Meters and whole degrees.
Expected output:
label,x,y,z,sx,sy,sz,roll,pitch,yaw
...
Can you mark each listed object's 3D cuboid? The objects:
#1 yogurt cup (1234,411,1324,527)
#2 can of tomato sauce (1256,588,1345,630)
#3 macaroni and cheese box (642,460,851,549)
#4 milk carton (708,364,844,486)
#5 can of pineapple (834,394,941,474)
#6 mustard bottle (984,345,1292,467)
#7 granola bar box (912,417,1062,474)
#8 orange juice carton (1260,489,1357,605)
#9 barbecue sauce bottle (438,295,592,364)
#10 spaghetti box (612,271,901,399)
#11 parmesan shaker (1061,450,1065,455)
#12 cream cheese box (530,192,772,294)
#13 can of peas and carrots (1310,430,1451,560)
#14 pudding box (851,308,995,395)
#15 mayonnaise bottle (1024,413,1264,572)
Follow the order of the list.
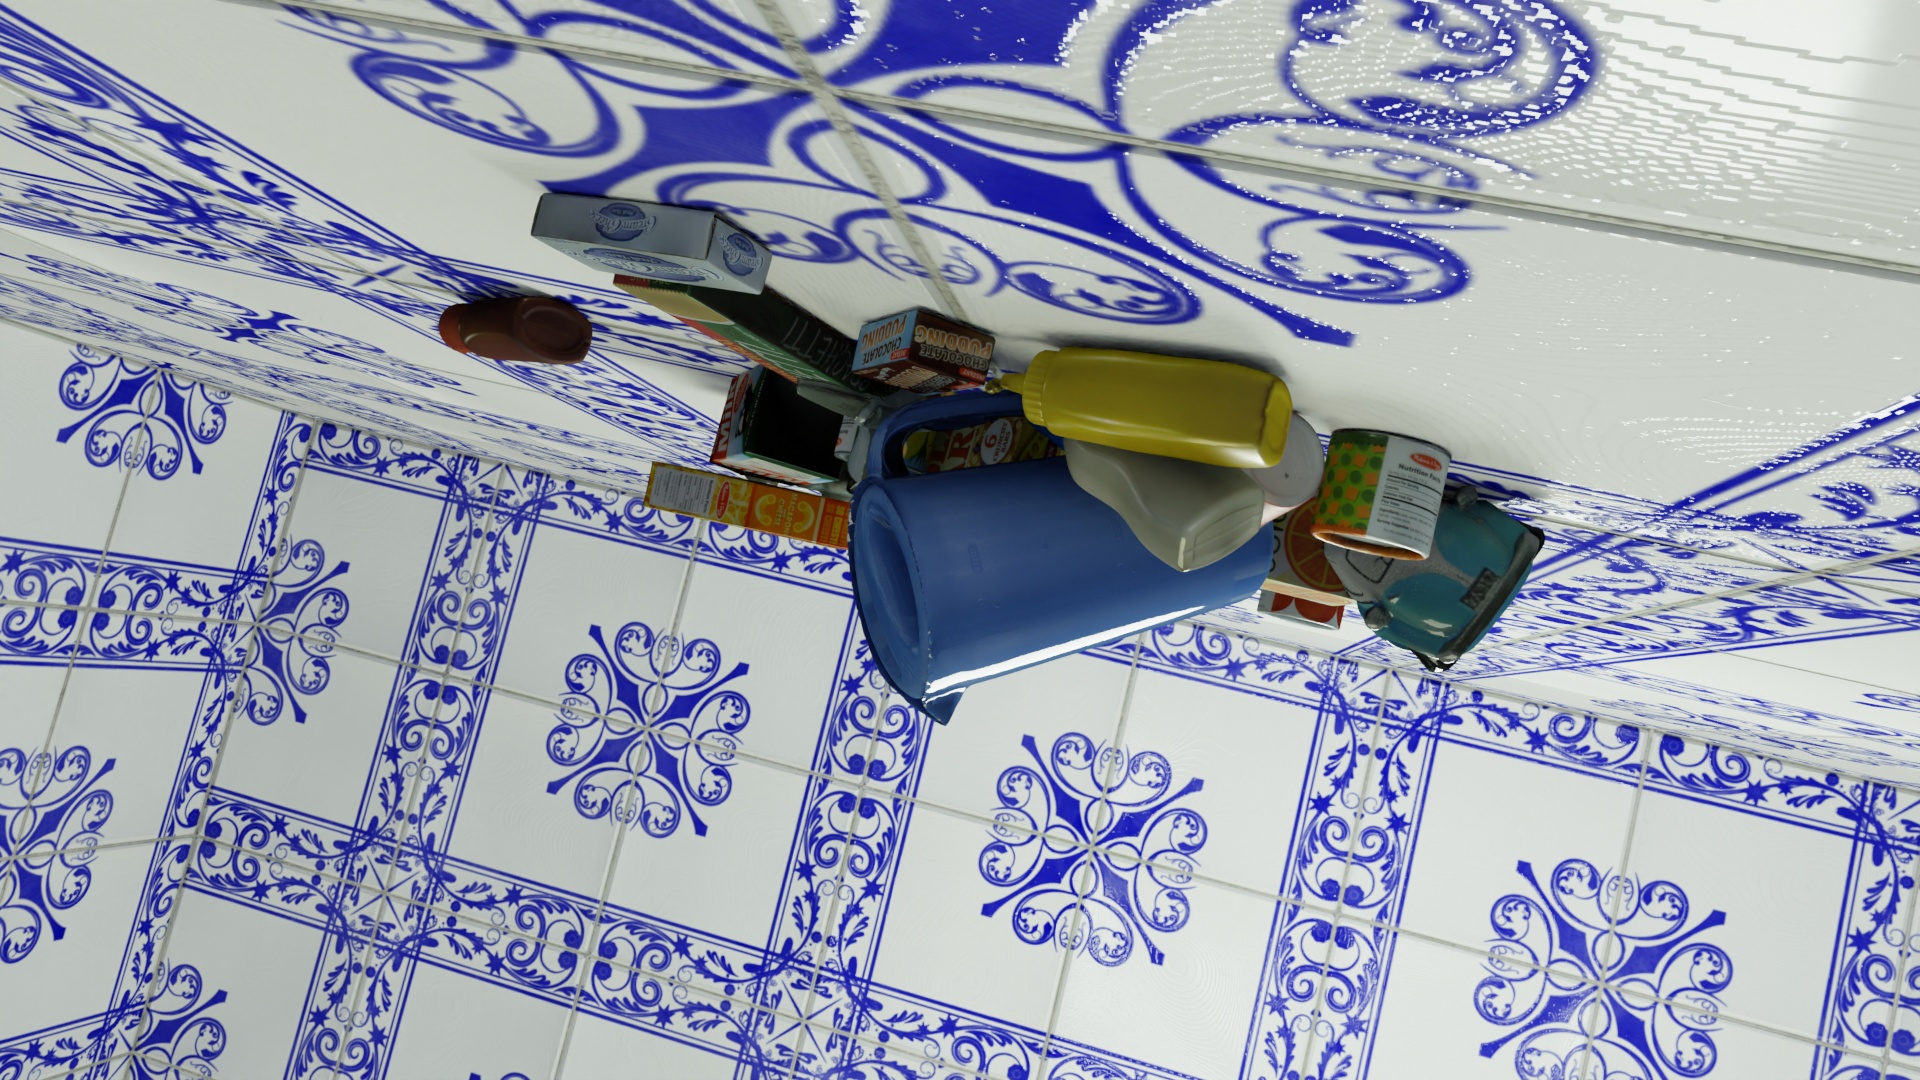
label,x,y,z,sx,sy,sz,roll,pitch,yaw
yogurt cup,0.163,-0.041,0.764,0.072,0.072,0.054,15,167,-17
can of tomato sauce,0.277,0.024,1.095,0.071,0.083,0.071,14,175,1
macaroni and cheese box,-0.165,-0.028,1.146,0.166,0.040,0.124,12,-179,-1
milk carton,-0.142,-0.086,1.072,0.073,0.072,0.190,16,174,-20
can of pineapple,-0.047,-0.078,0.962,0.071,0.058,0.071,14,176,1
mustard bottle,0.083,-0.072,0.703,0.160,0.049,0.065,12,176,25
granola bar box,0.003,-0.012,0.951,0.039,0.165,0.124,20,173,-32
orange juice carton,0.197,-0.010,0.990,0.193,0.072,0.073,14,175,-5
barbecue sauce bottle,-0.328,-0.152,0.999,0.148,0.043,0.065,10,174,46
spaghetti box,-0.106,-0.119,0.816,0.050,0.028,0.250,12,175,25
parmesan shaker,0.100,-0.034,1.026,0.103,0.071,0.071,15,176,-41
cream cheese box,-0.148,-0.143,0.670,0.104,0.024,0.053,12,177,23
can of peas and carrots,0.232,-0.025,0.774,0.071,0.059,0.071,14,175,1
pudding box,-0.021,-0.102,0.762,0.050,0.030,0.083,15,176,-25
mayonnaise bottle,0.093,-0.042,0.750,0.065,0.041,0.148,-25,-135,-24
